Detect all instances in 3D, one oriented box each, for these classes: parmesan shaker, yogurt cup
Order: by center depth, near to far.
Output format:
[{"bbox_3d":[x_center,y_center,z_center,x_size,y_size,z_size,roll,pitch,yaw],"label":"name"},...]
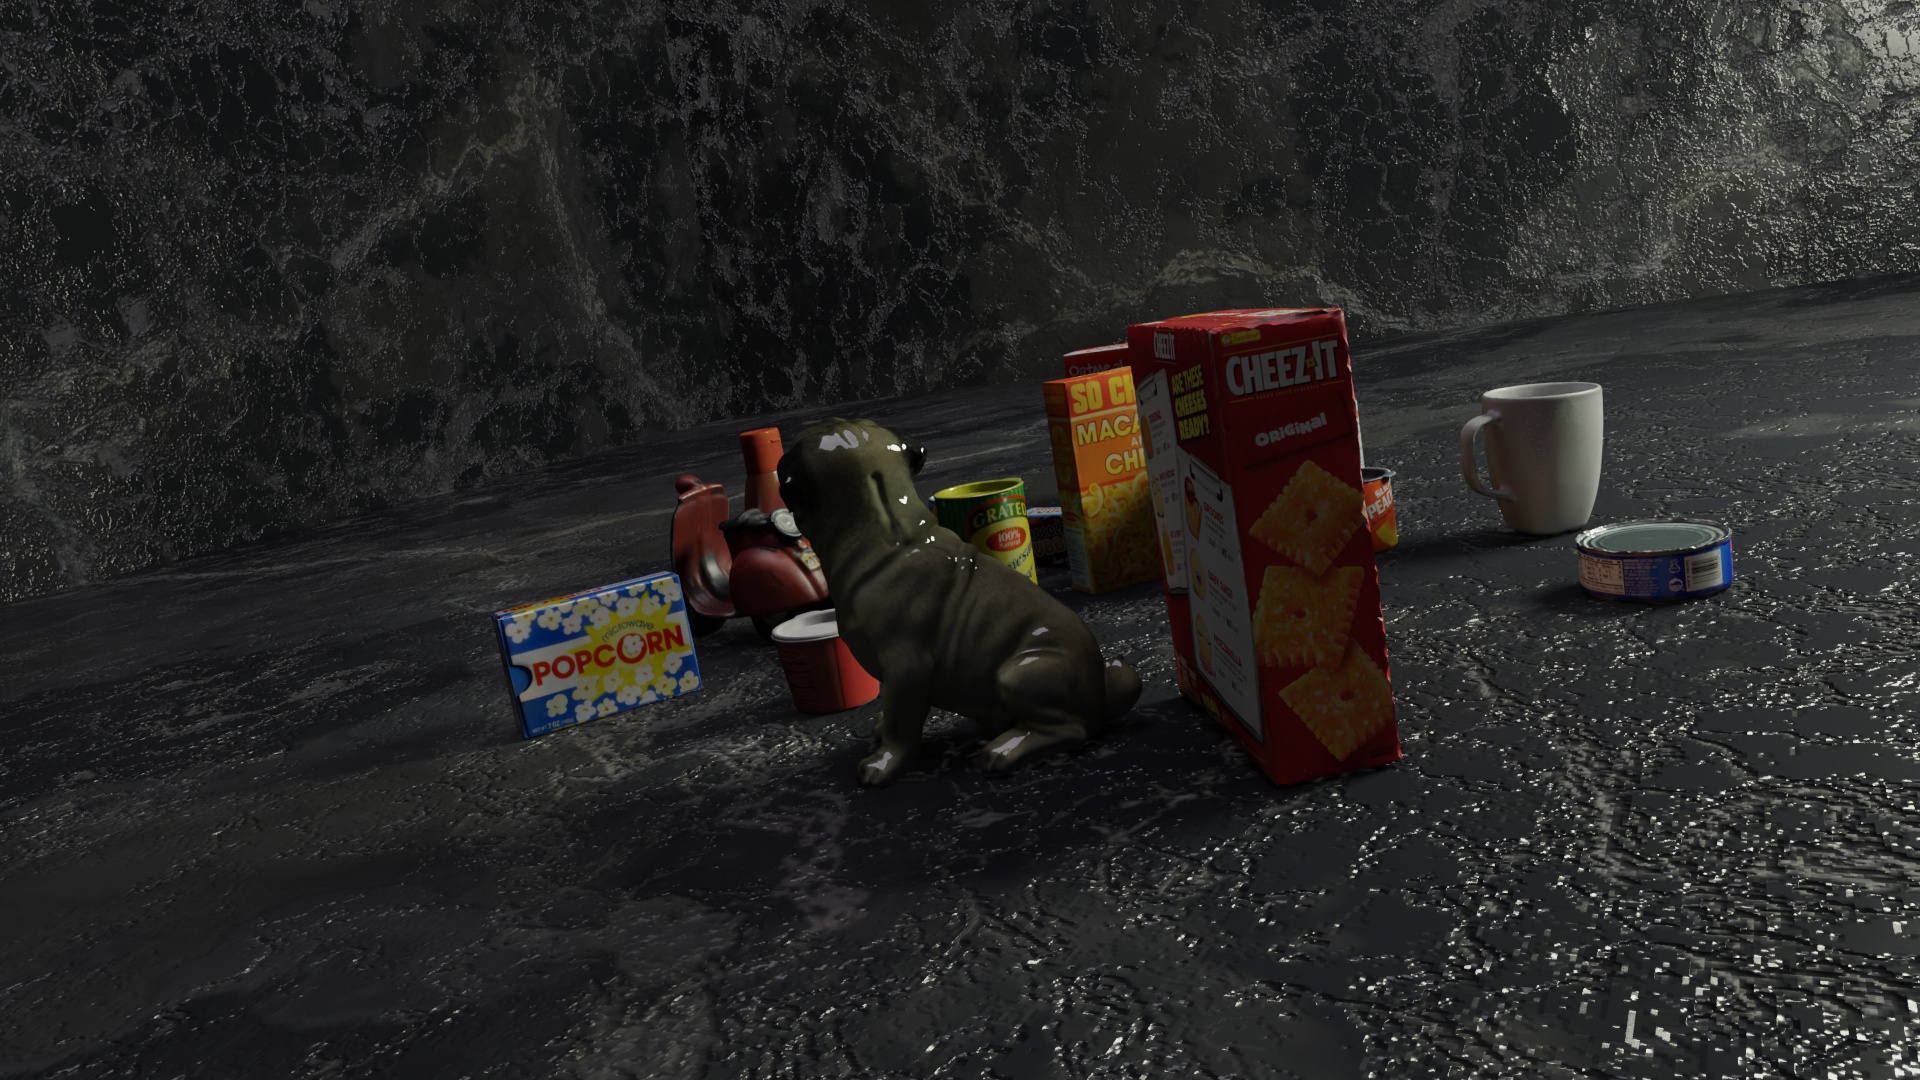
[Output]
[{"bbox_3d":[-0.083,0.078,0.891,0.072,0.054,0.072,-9,10,2],"label":"yogurt cup"},{"bbox_3d":[0.023,0.011,1.020,0.071,0.103,0.071,-9,10,2],"label":"parmesan shaker"}]

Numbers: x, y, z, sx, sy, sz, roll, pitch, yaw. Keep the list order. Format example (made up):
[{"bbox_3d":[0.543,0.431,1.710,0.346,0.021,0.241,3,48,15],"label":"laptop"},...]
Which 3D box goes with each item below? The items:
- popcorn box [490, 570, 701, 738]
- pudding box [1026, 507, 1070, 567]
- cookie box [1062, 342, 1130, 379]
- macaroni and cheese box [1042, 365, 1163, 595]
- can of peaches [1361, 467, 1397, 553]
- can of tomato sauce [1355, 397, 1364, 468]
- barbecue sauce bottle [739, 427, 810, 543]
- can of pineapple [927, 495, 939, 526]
[{"bbox_3d":[-0.250,0.077,0.960,0.127,0.085,0.038,-15,11,-27],"label":"popcorn box"},{"bbox_3d":[0.090,-0.003,1.188,0.083,0.049,0.030,-1,13,41],"label":"pudding box"},{"bbox_3d":[0.175,-0.110,1.365,0.123,0.167,0.040,-4,11,31],"label":"cookie box"},{"bbox_3d":[0.136,-0.053,1.090,0.124,0.166,0.040,-14,11,-23],"label":"macaroni and cheese box"},{"bbox_3d":[0.303,-0.022,1.073,0.071,0.058,0.071,-9,10,2],"label":"can of peaches"},{"bbox_3d":[0.353,-0.093,1.345,0.071,0.083,0.071,-9,10,2],"label":"can of tomato sauce"},{"bbox_3d":[-0.173,-0.029,1.287,0.043,0.148,0.065,-3,12,34],"label":"barbecue sauce bottle"},{"bbox_3d":[0.005,-0.016,1.313,0.071,0.057,0.071,-9,10,2],"label":"can of pineapple"}]
